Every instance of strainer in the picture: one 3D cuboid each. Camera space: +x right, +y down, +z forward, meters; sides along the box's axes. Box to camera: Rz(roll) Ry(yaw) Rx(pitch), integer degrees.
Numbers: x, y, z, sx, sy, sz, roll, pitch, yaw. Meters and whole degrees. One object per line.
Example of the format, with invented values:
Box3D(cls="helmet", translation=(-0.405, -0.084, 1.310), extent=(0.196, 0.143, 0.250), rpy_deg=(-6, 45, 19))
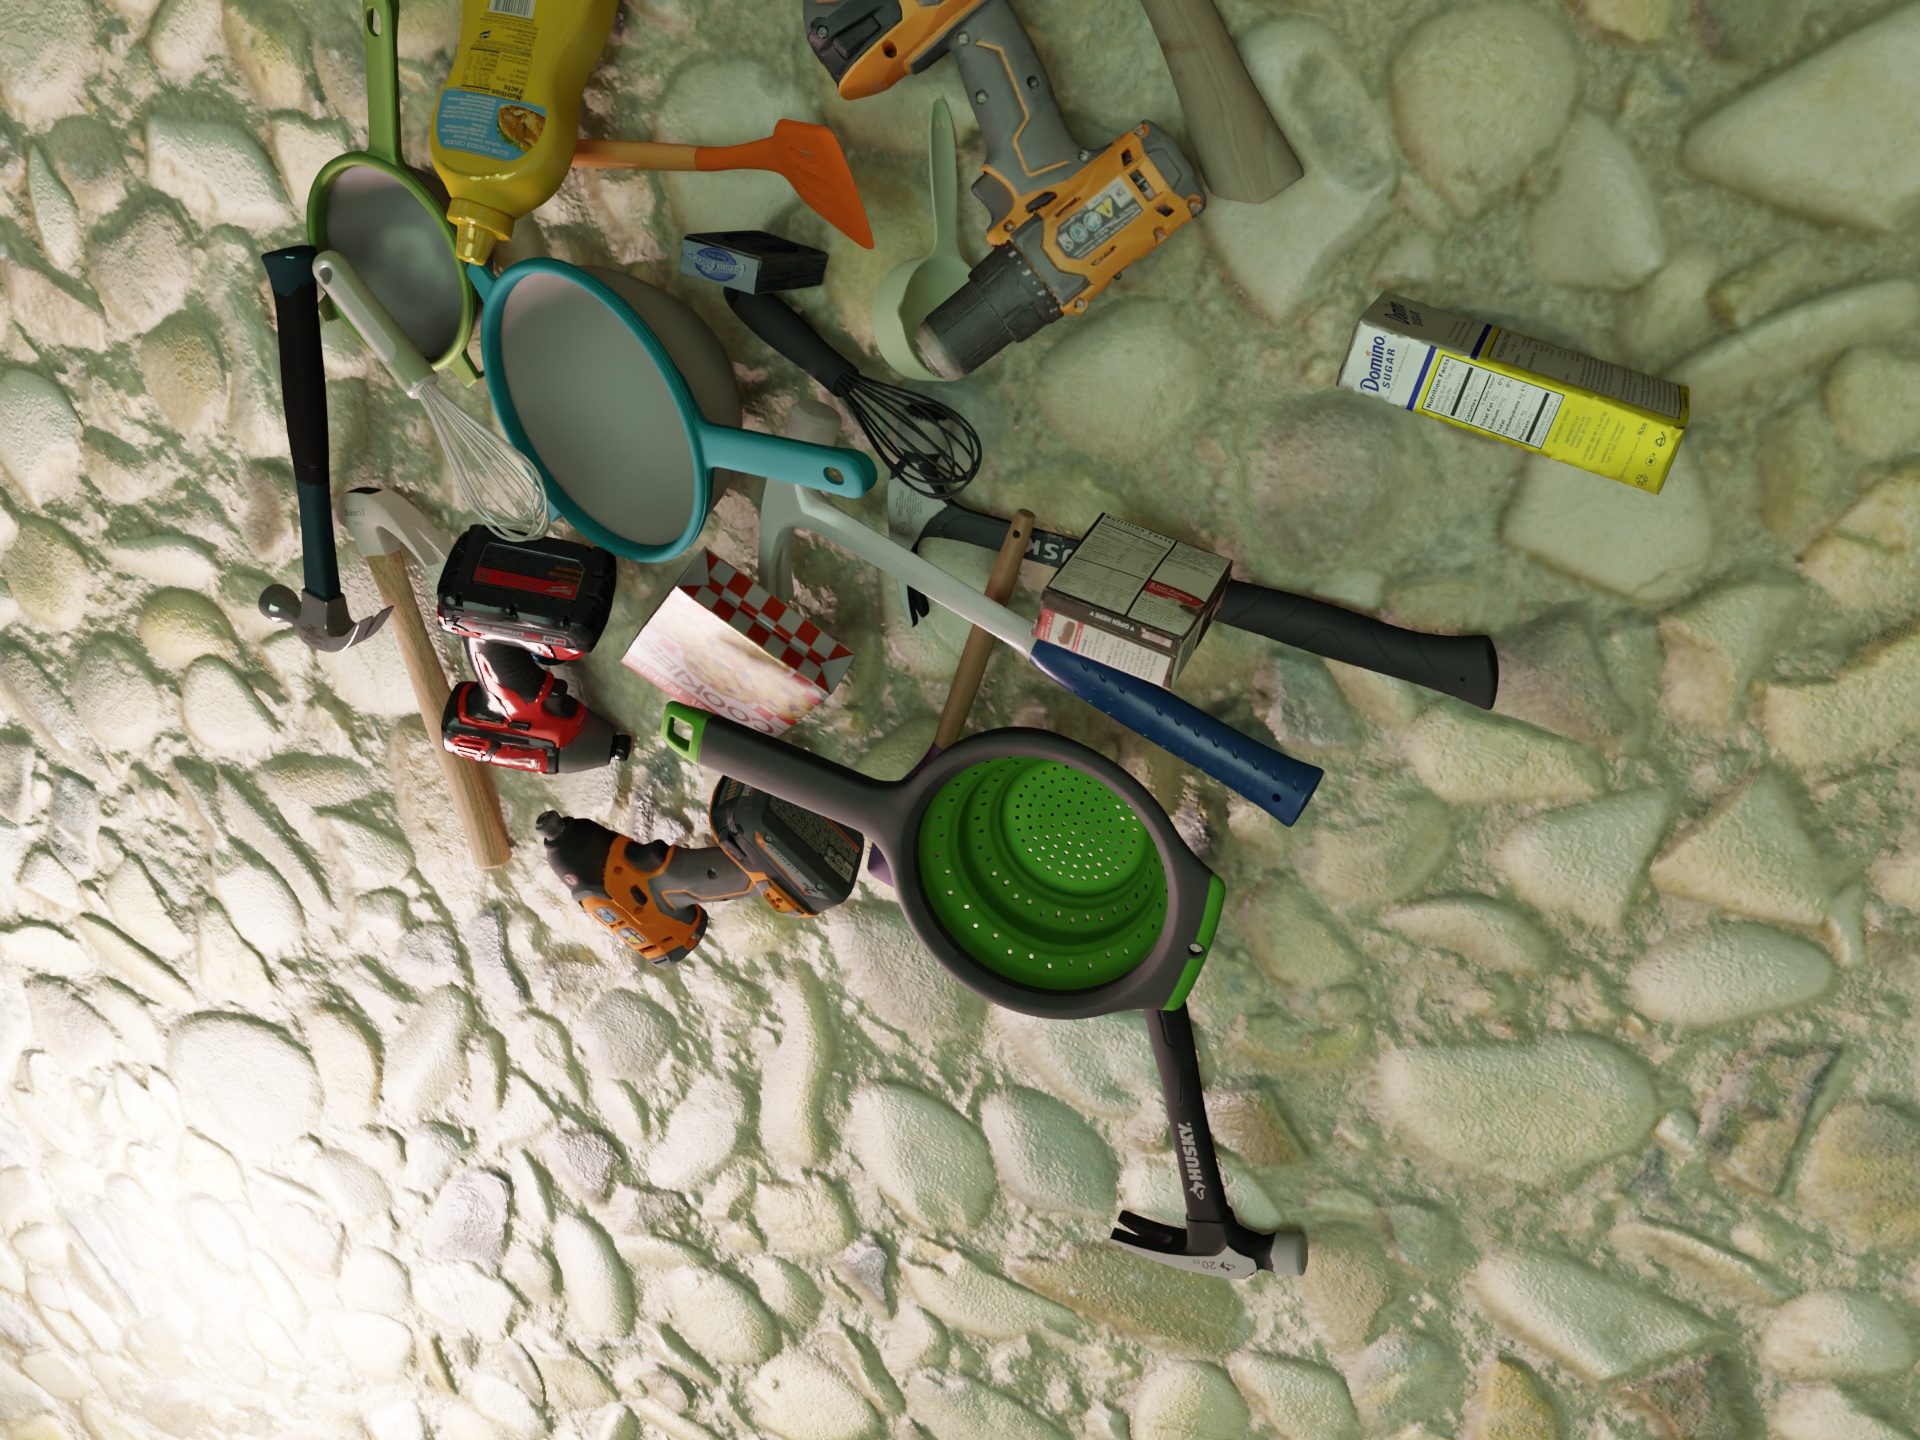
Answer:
Box3D(cls="strainer", translation=(-0.166, -0.202, 1.030), extent=(0.340, 0.095, 0.210), rpy_deg=(18, 132, 34))
Box3D(cls="strainer", translation=(-0.368, -0.366, 1.076), extent=(0.151, 0.069, 0.256), rpy_deg=(26, 129, 18))

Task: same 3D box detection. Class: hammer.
Box3D(cls="hammer", translation=(0.080, -0.473, 0.858), extent=(0.146, 0.038, 0.410), rpy_deg=(-27, 101, 30))
Box3D(cls="hammer", translation=(0.157, 0.266, 1.170), extent=(0.146, 0.035, 0.334), rpy_deg=(-5, 111, 25))
Box3D(cls="hammer", translation=(0.139, -0.081, 1.015), extent=(0.409, 0.036, 0.149), rpy_deg=(18, 121, 15))
Box3D(cls="hammer", translation=(0.039, -0.049, 1.006), extent=(0.406, 0.035, 0.144), rpy_deg=(32, 122, 16))
Box3D(cls="hammer", translation=(-0.487, -0.195, 1.189), extent=(0.128, 0.033, 0.330), rpy_deg=(26, 128, 21))
Box3D(cls="hammer", translation=(-0.428, -0.029, 1.289), extent=(0.130, 0.031, 0.331), rpy_deg=(1, 116, 33))

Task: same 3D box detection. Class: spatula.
Box3D(cls="spatula", translation=(-0.002, -0.003, 1.085), extent=(0.060, 0.018, 0.315), rpy_deg=(26, 122, 11))
Box3D(cls="spatula", translation=(-0.187, -0.351, 1.006), extent=(0.323, 0.041, 0.080), rpy_deg=(14, 146, 29))

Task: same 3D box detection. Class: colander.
Box3D(cls="colander", translation=(-0.011, 0.058, 1.071), extent=(0.397, 0.094, 0.204), rpy_deg=(22, 118, 13))

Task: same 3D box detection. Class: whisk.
Box3D(cls="whisk", translation=(-0.363, -0.222, 1.089), extent=(0.058, 0.059, 0.246), rpy_deg=(-38, 90, 32))
Box3D(cls="whisk", translation=(-0.073, -0.219, 1.010), extent=(0.239, 0.055, 0.055), rpy_deg=(42, 125, 24))

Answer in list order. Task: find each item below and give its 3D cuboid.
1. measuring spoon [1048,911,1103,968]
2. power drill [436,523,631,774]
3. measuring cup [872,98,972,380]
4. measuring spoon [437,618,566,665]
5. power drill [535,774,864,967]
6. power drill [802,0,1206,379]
Box3D(cls="measuring spoon", translation=(0.072, 0.170, 1.178), extent=(0.034, 0.018, 0.124), rpy_deg=(35, 129, 5))
Box3D(cls="power drill", translation=(-0.313, -0.037, 1.179), extent=(0.143, 0.079, 0.219), rpy_deg=(11, 142, -6))
Box3D(cls="measuring cup", translation=(-0.022, -0.293, 0.979), extent=(0.038, 0.083, 0.167), rpy_deg=(6, 99, 45))
Box3D(cls="measuring spoon", translation=(-0.365, -0.066, 1.254), extent=(0.129, 0.021, 0.042), rpy_deg=(9, 117, 20))
Box3D(cls="power drill", translation=(-0.205, 0.101, 1.203), extent=(0.226, 0.084, 0.164), rpy_deg=(-21, 127, 31))
Box3D(cls="power drill", translation=(0.004, -0.326, 0.907), extent=(0.185, 0.084, 0.226), rpy_deg=(-37, 97, 9))
